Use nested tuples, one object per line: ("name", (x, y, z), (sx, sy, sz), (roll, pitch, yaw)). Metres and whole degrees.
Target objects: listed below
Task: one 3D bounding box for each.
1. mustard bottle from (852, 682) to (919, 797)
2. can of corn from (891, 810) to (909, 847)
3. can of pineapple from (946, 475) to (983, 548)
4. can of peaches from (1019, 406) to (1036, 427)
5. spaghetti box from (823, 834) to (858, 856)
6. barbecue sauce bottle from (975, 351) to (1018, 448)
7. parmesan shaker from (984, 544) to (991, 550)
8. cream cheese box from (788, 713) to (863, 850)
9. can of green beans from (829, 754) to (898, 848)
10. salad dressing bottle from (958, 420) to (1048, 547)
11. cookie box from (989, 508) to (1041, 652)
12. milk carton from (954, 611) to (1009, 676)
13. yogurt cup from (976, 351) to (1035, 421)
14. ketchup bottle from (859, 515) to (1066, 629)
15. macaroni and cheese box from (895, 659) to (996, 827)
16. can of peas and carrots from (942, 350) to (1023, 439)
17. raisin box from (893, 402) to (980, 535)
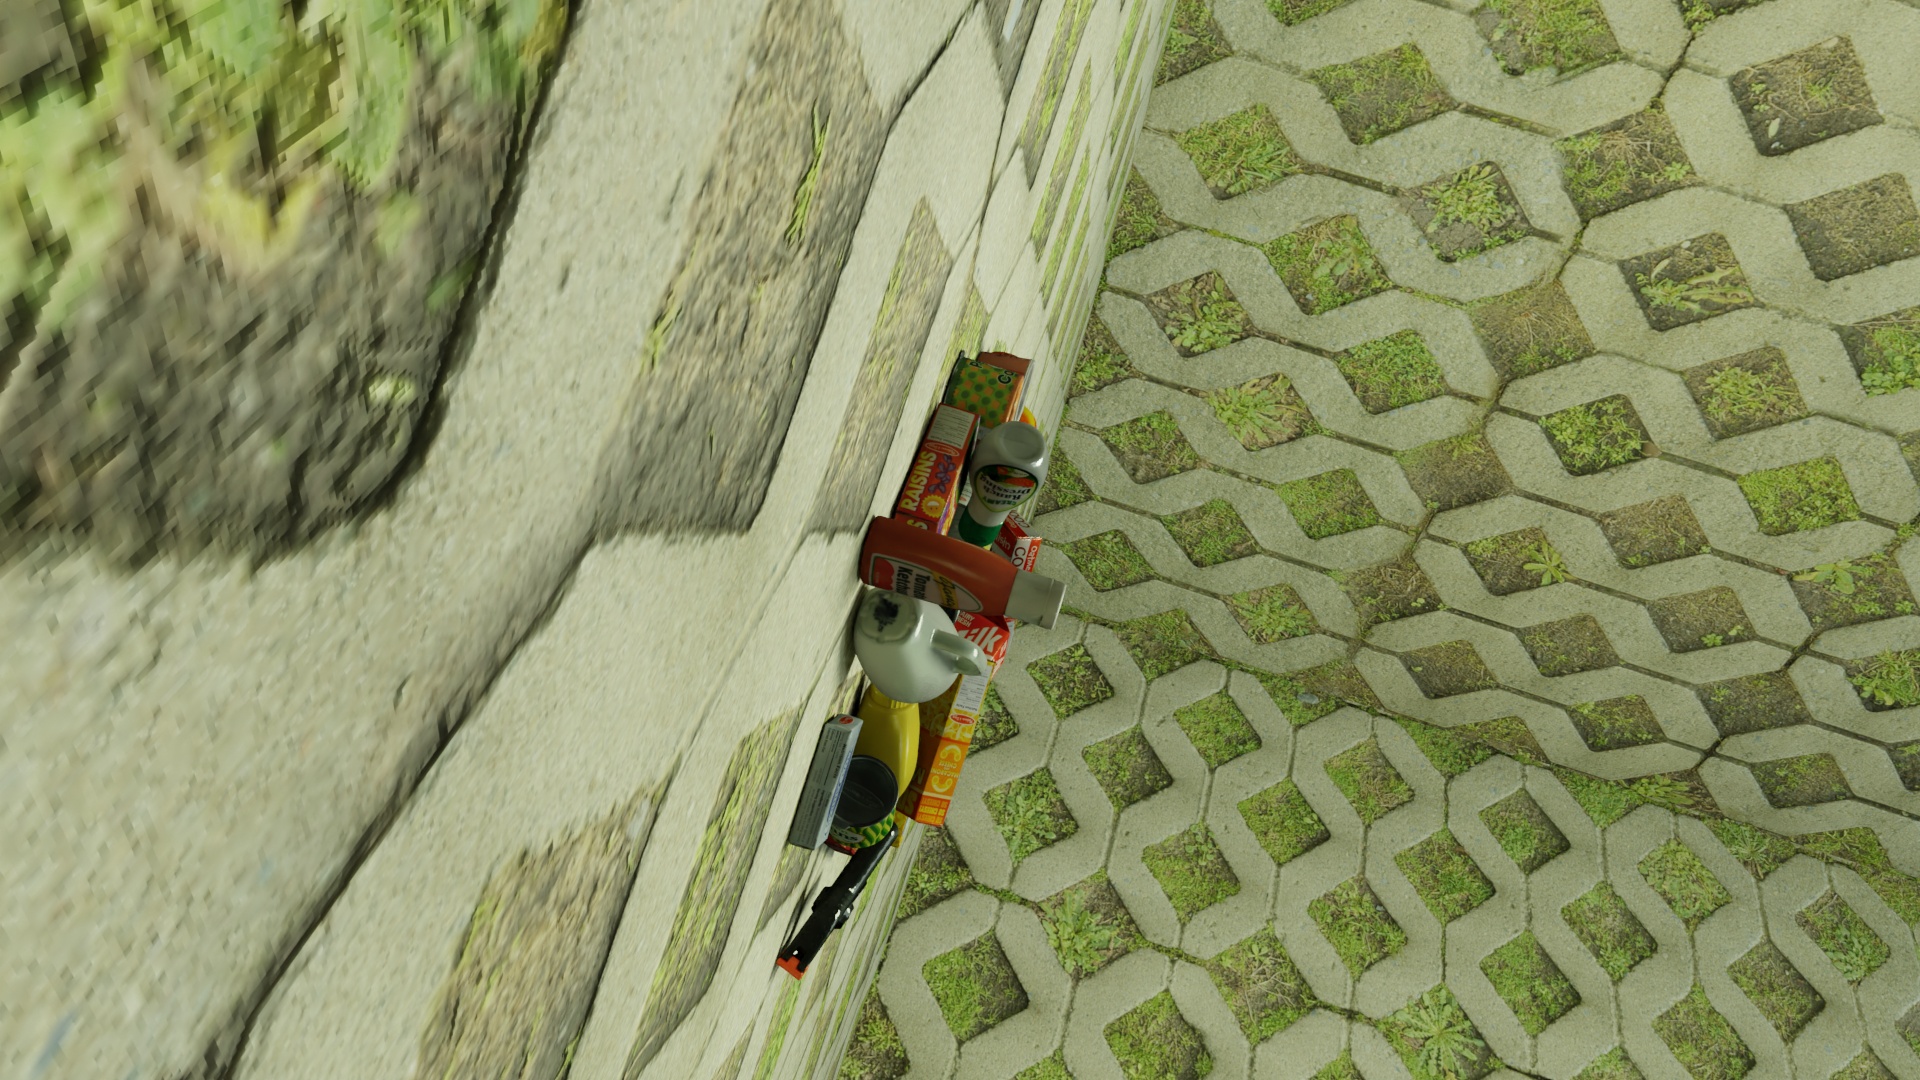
("mustard bottle", (-0.067, 0.168, 1.270), (0.049, 0.065, 0.159), (-61, 166, -54))
("can of corn", (-0.087, 0.308, 1.573), (0.071, 0.058, 0.071), (13, 95, -85))
("can of pineapple", (-0.001, -0.024, 1.303), (0.058, 0.071, 0.070), (-67, 173, -50))
("can of peaches", (0.048, -0.112, 1.523), (0.058, 0.071, 0.070), (-68, 174, -51))
("spaghetti box", (-0.112, 0.280, 1.366), (0.249, 0.029, 0.050), (90, 19, -74))
("barbecue sauce bottle", (0.031, -0.122, 1.447), (0.065, 0.044, 0.147), (-63, 169, -63))
("parmesan shaker", (0.005, -0.017, 1.392), (0.071, 0.071, 0.103), (102, 8, -51))
("cream cheese box", (-0.108, 0.194, 1.119), (0.053, 0.024, 0.103), (3, 105, -84))
("can of green beans", (-0.089, 0.229, 1.217), (0.057, 0.071, 0.071), (101, 8, -58))
("salad dressing bottle", (0.032, -0.045, 1.190), (0.147, 0.064, 0.044), (115, -14, -58))
("cookie box", (0.034, 0.036, 1.704), (0.123, 0.040, 0.166), (49, -48, 48))
("milk carton", (-0.005, 0.143, 1.568), (0.191, 0.073, 0.072), (-52, 165, -31))
("yogurt cup", (0.038, -0.152, 1.358), (0.072, 0.054, 0.072), (13, 94, -85))
("ketchup bottle", (0.002, 0.027, 1.022), (0.064, 0.149, 0.044), (100, 7, -58))
("macaroni and cheese box", (-0.040, 0.180, 1.363), (0.124, 0.040, 0.166), (16, -93, 54))
("can of peas and carrots", (0.020, -0.124, 1.215), (0.071, 0.059, 0.071), (13, 95, -86))
("raisin box", (-0.023, -0.041, 1.157), (0.085, 0.040, 0.124), (103, 5, -54))
